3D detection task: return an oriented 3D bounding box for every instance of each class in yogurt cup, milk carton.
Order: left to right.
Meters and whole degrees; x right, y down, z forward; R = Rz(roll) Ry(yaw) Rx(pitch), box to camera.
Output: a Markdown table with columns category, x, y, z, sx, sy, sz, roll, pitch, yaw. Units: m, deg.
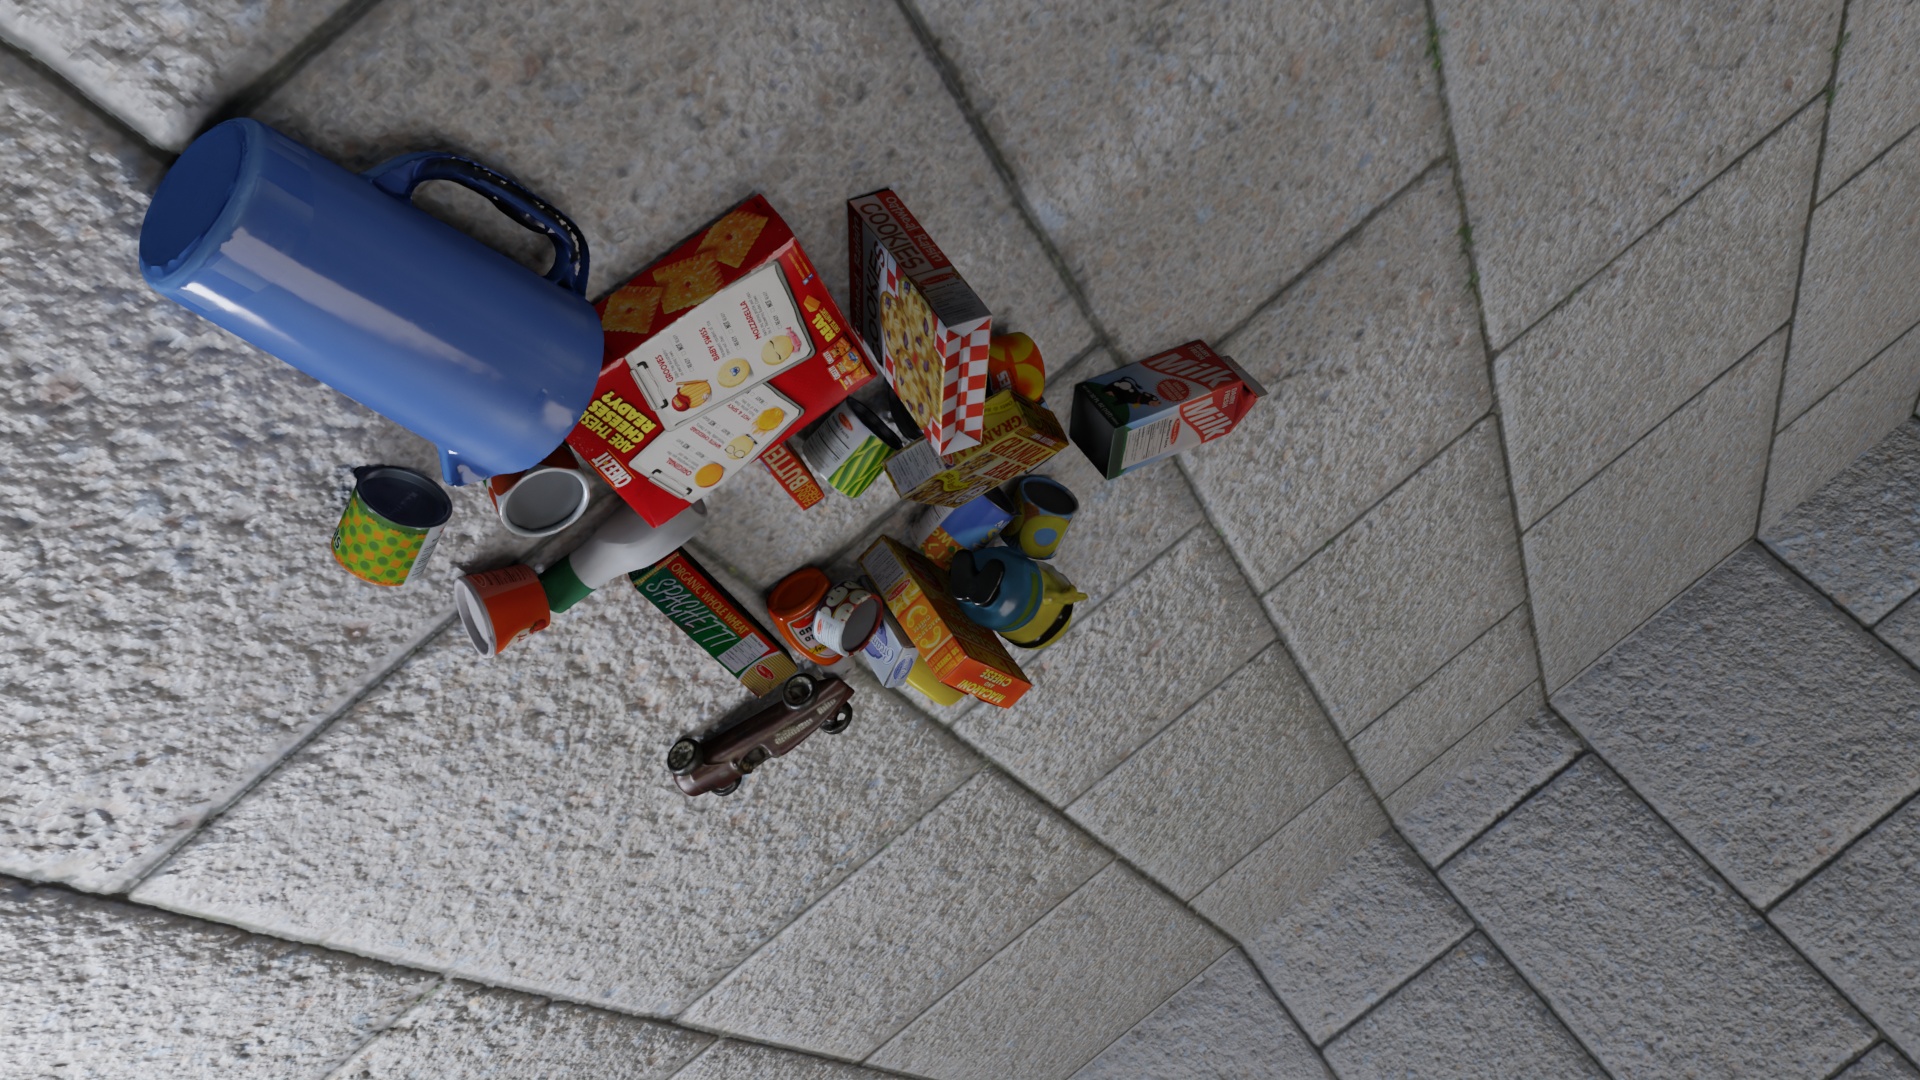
| category | x | y | z | sx | sy | sz | roll | pitch | yaw |
| --- | --- | --- | --- | --- | --- | --- | --- | --- | --- |
| yogurt cup | -0.359 | 0.052 | 1.093 | 0.054 | 0.072 | 0.072 | -23 | 143 | -33 |
| milk carton | 0.208 | -0.135 | 1.366 | 0.191 | 0.072 | 0.073 | -21 | 142 | -20 |

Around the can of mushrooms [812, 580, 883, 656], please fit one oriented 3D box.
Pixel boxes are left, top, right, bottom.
| category | x | y | z | sx | sy | sz | roll | pitch | yaw |
| --- | --- | --- | --- | --- | --- | --- | --- | --- | --- |
| can of mushrooms | -0.103 | 0.072 | 1.299 | 0.071 | 0.033 | 0.070 | -41 | 145 | -38 |

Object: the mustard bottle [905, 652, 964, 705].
| category | x | y | z | sx | sy | sz | roll | pitch | yaw |
| --- | --- | --- | --- | --- | --- | --- | --- | --- | --- |
| mustard bottle | -0.050 | 0.122 | 1.446 | 0.049 | 0.065 | 0.160 | -46 | 139 | 4 |

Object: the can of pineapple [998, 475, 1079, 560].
| category | x | y | z | sx | sy | sz | roll | pitch | yaw |
| --- | --- | --- | --- | --- | --- | --- | --- | --- | --- |
| can of pineapple | 0.076 | -0.023 | 1.385 | 0.071 | 0.071 | 0.057 | -5 | 133 | -38 |

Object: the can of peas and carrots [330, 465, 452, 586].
| category | x | y | z | sx | sy | sz | roll | pitch | yaw |
| --- | --- | --- | --- | --- | --- | --- | --- | --- | --- |
| can of peas and carrots | -0.404 | -0.011 | 0.980 | 0.071 | 0.071 | 0.058 | 6 | 127 | -45 |

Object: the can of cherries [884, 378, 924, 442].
| category | x | y | z | sx | sy | sz | roll | pitch | yaw |
| --- | --- | --- | --- | --- | --- | --- | --- | --- | --- |
| can of cherries | -0.022 | -0.123 | 1.183 | 0.058 | 0.072 | 0.071 | -22 | 143 | -29 |

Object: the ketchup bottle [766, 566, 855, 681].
| category | x | y | z | sx | sy | sz | roll | pitch | yaw |
| --- | --- | --- | --- | --- | --- | --- | --- | --- | --- |
| ketchup bottle | -0.137 | 0.087 | 1.343 | 0.065 | 0.043 | 0.148 | -37 | 146 | -12 |

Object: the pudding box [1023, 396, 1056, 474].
| category | x | y | z | sx | sy | sz | roll | pitch | yaw |
| --- | --- | --- | --- | --- | --- | --- | --- | --- | --- |
| pudding box | 0.064 | -0.105 | 1.311 | 0.050 | 0.030 | 0.083 | -35 | 145 | -1 |

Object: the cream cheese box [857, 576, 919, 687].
| category | x | y | z | sx | sy | sz | roll | pitch | yaw |
| --- | --- | --- | --- | --- | --- | --- | --- | --- | --- |
| cream cheese box | -0.077 | 0.087 | 1.343 | 0.024 | 0.104 | 0.053 | 0 | 130 | -36 |

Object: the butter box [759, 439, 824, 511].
| category | x | y | z | sx | sy | sz | roll | pitch | yaw |
| --- | --- | --- | --- | --- | --- | --- | --- | --- | --- |
| butter box | -0.151 | -0.071 | 1.142 | 0.024 | 0.053 | 0.103 | -35 | 145 | 0 |

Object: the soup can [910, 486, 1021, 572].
| category | x | y | z | sx | sy | sz | roll | pitch | yaw |
| --- | --- | --- | --- | --- | --- | --- | --- | --- | --- |
| soup can | 0.005 | -0.017 | 1.325 | 0.083 | 0.071 | 0.071 | -47 | 144 | 15 |

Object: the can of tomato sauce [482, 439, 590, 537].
| category | x | y | z | sx | sy | sz | roll | pitch | yaw |
| --- | --- | --- | --- | --- | --- | --- | --- | --- | --- |
| can of tomato sauce | -0.309 | -0.055 | 0.995 | 0.071 | 0.083 | 0.070 | -23 | 143 | -19 |

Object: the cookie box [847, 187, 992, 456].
| category | x | y | z | sx | sy | sz | roll | pitch | yaw |
| --- | --- | --- | --- | --- | --- | --- | --- | --- | --- |
| cookie box | -0.033 | -0.165 | 1.038 | 0.040 | 0.168 | 0.122 | -19 | 141 | -20 |

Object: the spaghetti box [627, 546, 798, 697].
| category | x | y | z | sx | sy | sz | roll | pitch | yaw |
| --- | --- | --- | --- | --- | --- | --- | --- | --- | --- |
| spaghetti box | -0.222 | 0.073 | 1.266 | 0.050 | 0.029 | 0.249 | -36 | 145 | -2 |

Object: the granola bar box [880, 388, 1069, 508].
| category | x | y | z | sx | sy | sz | roll | pitch | yaw |
| --- | --- | --- | --- | --- | --- | --- | --- | --- | --- |
| granola bar box | 0.017 | -0.077 | 1.197 | 0.124 | 0.039 | 0.165 | -29 | 171 | 13 |

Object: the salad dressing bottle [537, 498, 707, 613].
| category | x | y | z | sx | sy | sz | roll | pitch | yaw |
| --- | --- | --- | --- | --- | --- | --- | --- | --- | --- |
| salad dressing bottle | -0.275 | 0.005 | 1.118 | 0.147 | 0.064 | 0.044 | -33 | 134 | 8 |

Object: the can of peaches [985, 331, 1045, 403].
| category | x | y | z | sx | sy | sz | roll | pitch | yaw |
| --- | --- | --- | --- | --- | --- | --- | --- | --- | --- |
| can of peaches | 0.034 | -0.143 | 1.205 | 0.058 | 0.071 | 0.070 | -16 | 140 | -29 |

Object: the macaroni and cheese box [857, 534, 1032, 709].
| category | x | y | z | sx | sy | sz | roll | pitch | yaw |
| --- | --- | --- | --- | --- | --- | --- | --- | --- | --- |
| macaroni and cheese box | -0.015 | 0.080 | 1.333 | 0.040 | 0.167 | 0.123 | -45 | 144 | 12 |

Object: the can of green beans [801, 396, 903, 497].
| category | x | y | z | sx | sy | sz | roll | pitch | yaw |
| --- | --- | --- | --- | --- | --- | --- | --- | --- | --- |
| can of green beans | -0.091 | -0.078 | 1.174 | 0.057 | 0.071 | 0.071 | -45 | 144 | 12 |
